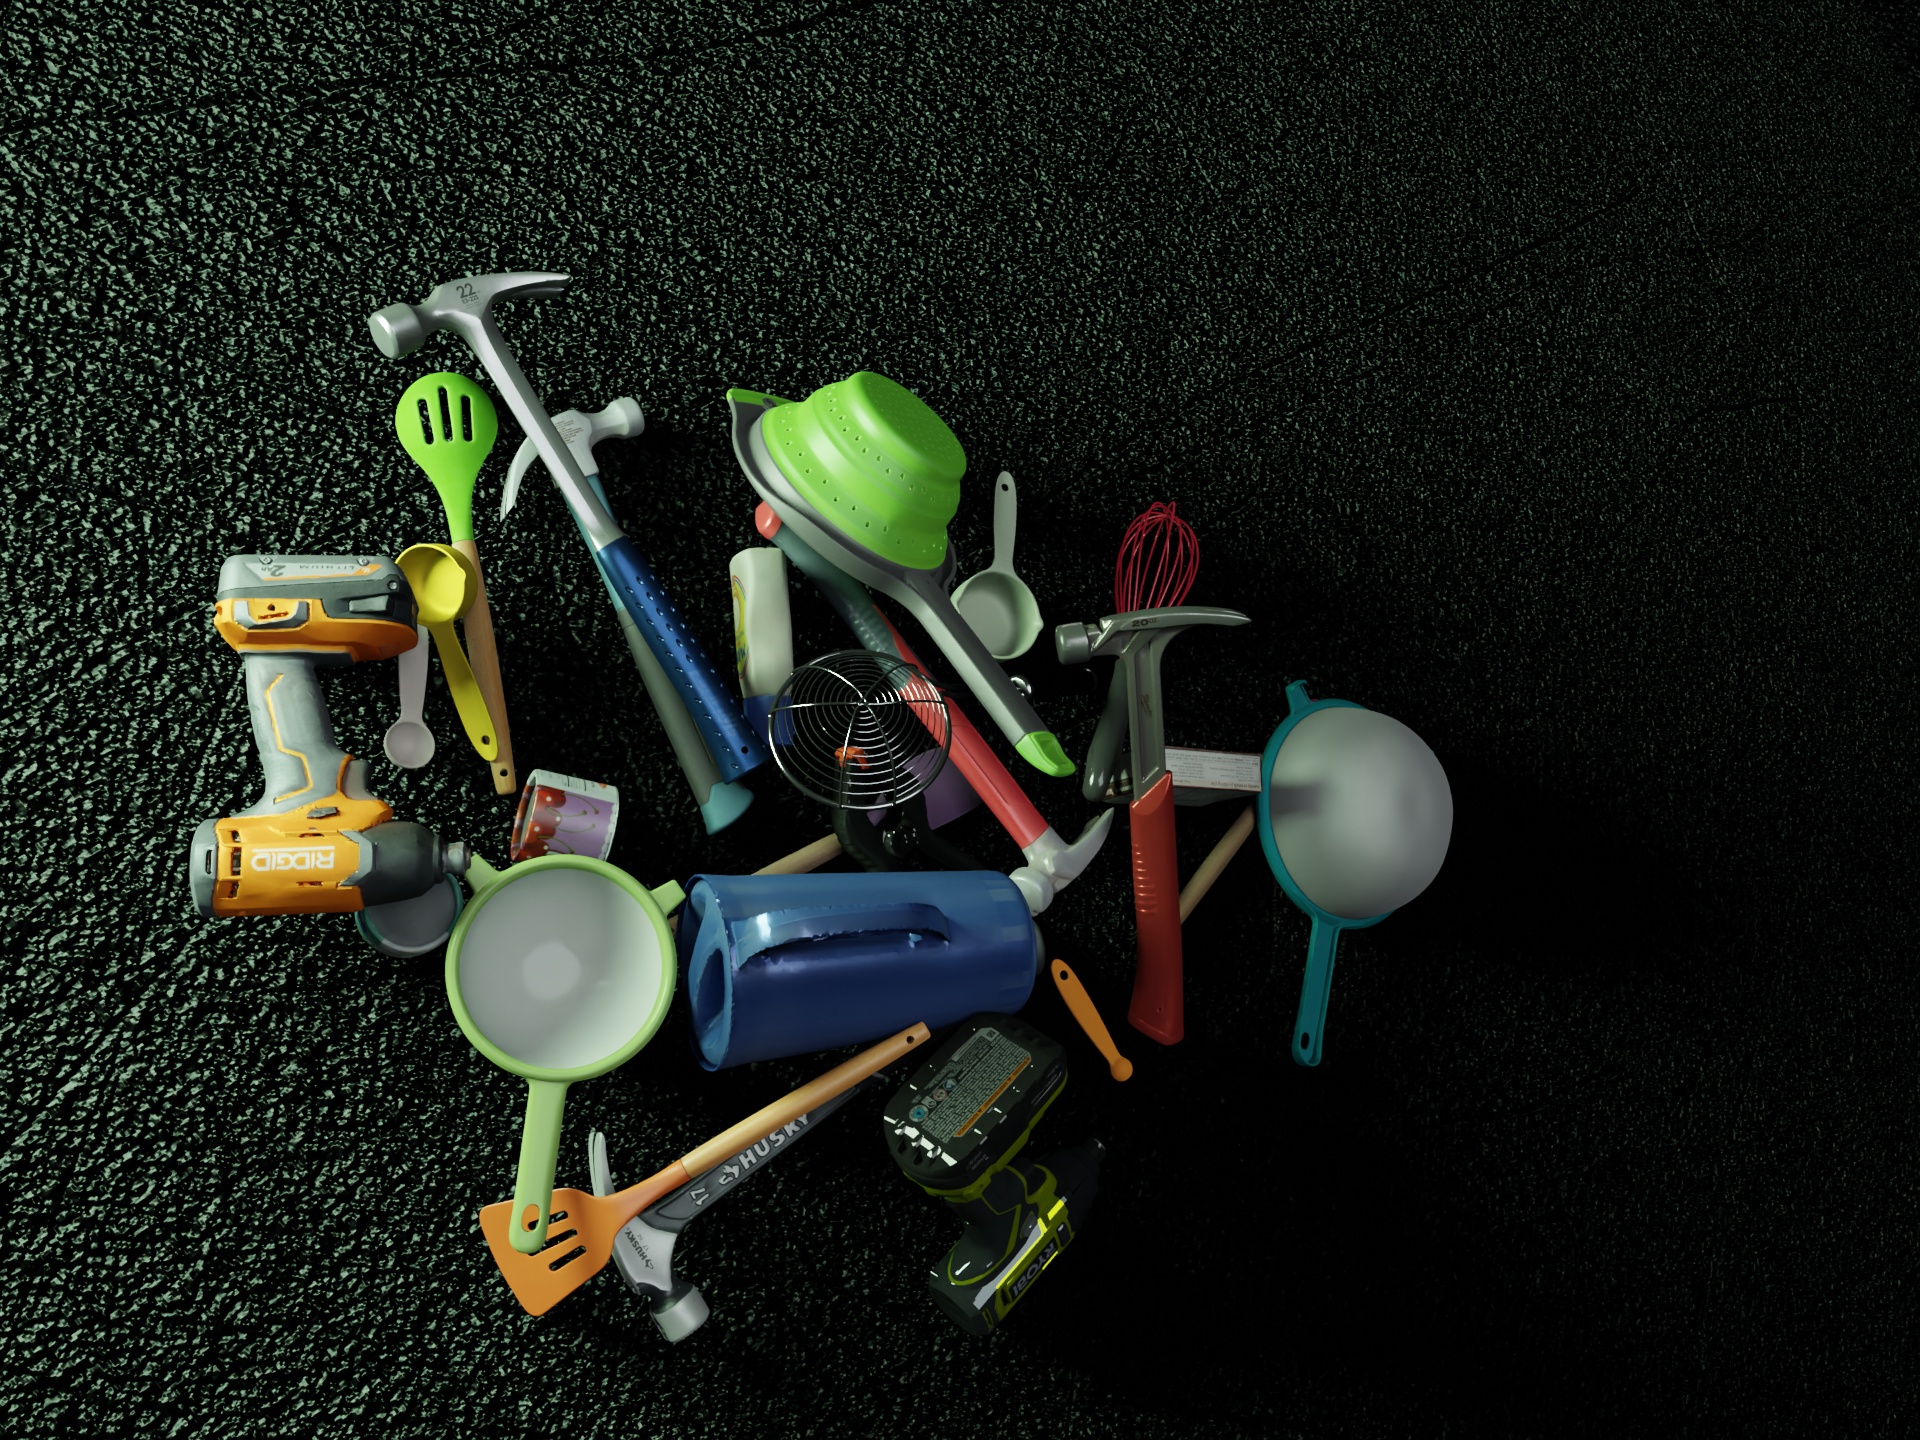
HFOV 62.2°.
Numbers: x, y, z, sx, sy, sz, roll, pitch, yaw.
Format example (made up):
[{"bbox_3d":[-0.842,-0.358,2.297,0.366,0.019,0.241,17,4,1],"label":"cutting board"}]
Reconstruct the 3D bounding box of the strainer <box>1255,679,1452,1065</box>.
[{"bbox_3d":[0.356,0.136,1.398,0.210,0.095,0.340,26,67,-27],"label":"strainer"}]

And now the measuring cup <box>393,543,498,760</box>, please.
[{"bbox_3d":[-0.348,-0.048,1.109,0.029,0.062,0.156,-42,116,-72],"label":"measuring cup"}]

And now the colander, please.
[{"bbox_3d":[-0.017,-0.133,1.175,0.397,0.094,0.204,53,26,20],"label":"colander"}]

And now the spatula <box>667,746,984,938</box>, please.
[{"bbox_3d":[-0.101,0.095,1.220,0.316,0.018,0.060,-27,96,-31],"label":"spatula"}]

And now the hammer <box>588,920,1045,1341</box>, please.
[{"bbox_3d":[-0.089,0.266,1.179,0.409,0.036,0.149,-33,93,-30],"label":"hammer"}]

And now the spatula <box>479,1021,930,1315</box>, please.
[{"bbox_3d":[-0.164,0.288,1.073,0.322,0.041,0.081,-28,89,-12],"label":"spatula"}]

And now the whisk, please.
[{"bbox_3d":[0.148,-0.063,1.353,0.073,0.073,0.296,27,63,-20],"label":"whisk"}]

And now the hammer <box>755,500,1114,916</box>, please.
[{"bbox_3d":[-0.024,-0.031,1.271,0.386,0.038,0.143,52,40,-3],"label":"hammer"}]

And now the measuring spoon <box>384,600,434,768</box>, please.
[{"bbox_3d":[-0.383,-0.024,1.105,0.034,0.018,0.124,11,66,-38],"label":"measuring spoon"}]

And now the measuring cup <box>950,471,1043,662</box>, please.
[{"bbox_3d":[0.027,-0.127,1.331,0.083,0.038,0.168,12,71,-25],"label":"measuring cup"}]

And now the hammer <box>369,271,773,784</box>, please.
[{"bbox_3d":[-0.253,-0.139,1.148,0.144,0.035,0.405,-34,96,-31],"label":"hammer"}]

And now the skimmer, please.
[{"bbox_3d":[-0.002,-0.004,1.219,0.127,0.090,0.363,50,25,18],"label":"skimmer"}]

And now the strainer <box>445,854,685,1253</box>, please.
[{"bbox_3d":[-0.277,0.221,1.067,0.151,0.069,0.256,10,75,-20],"label":"strainer"}]

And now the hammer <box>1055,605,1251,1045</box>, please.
[{"bbox_3d":[0.163,0.088,1.268,0.149,0.037,0.359,-6,106,-2],"label":"hammer"}]

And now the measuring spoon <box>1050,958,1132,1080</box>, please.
[{"bbox_3d":[0.108,0.244,1.300,0.021,0.011,0.117,-34,95,-30],"label":"measuring spoon"}]

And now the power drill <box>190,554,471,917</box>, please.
[{"bbox_3d":[-0.401,0.012,1.027,0.164,0.084,0.227,0,76,-12],"label":"power drill"}]

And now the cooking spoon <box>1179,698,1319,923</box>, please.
[{"bbox_3d":[0.248,0.095,1.405,0.068,0.017,0.319,51,60,-15],"label":"cooking spoon"}]

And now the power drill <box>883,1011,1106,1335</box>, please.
[{"bbox_3d":[0.034,0.322,1.152,0.171,0.080,0.223,-42,137,-27],"label":"power drill"}]

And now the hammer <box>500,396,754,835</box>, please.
[{"bbox_3d":[-0.235,-0.073,1.181,0.128,0.033,0.331,-24,90,-31],"label":"hammer"}]

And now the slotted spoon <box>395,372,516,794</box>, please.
[{"bbox_3d":[-0.347,-0.102,1.132,0.070,0.031,0.314,-9,84,-16],"label":"slotted spoon"}]
